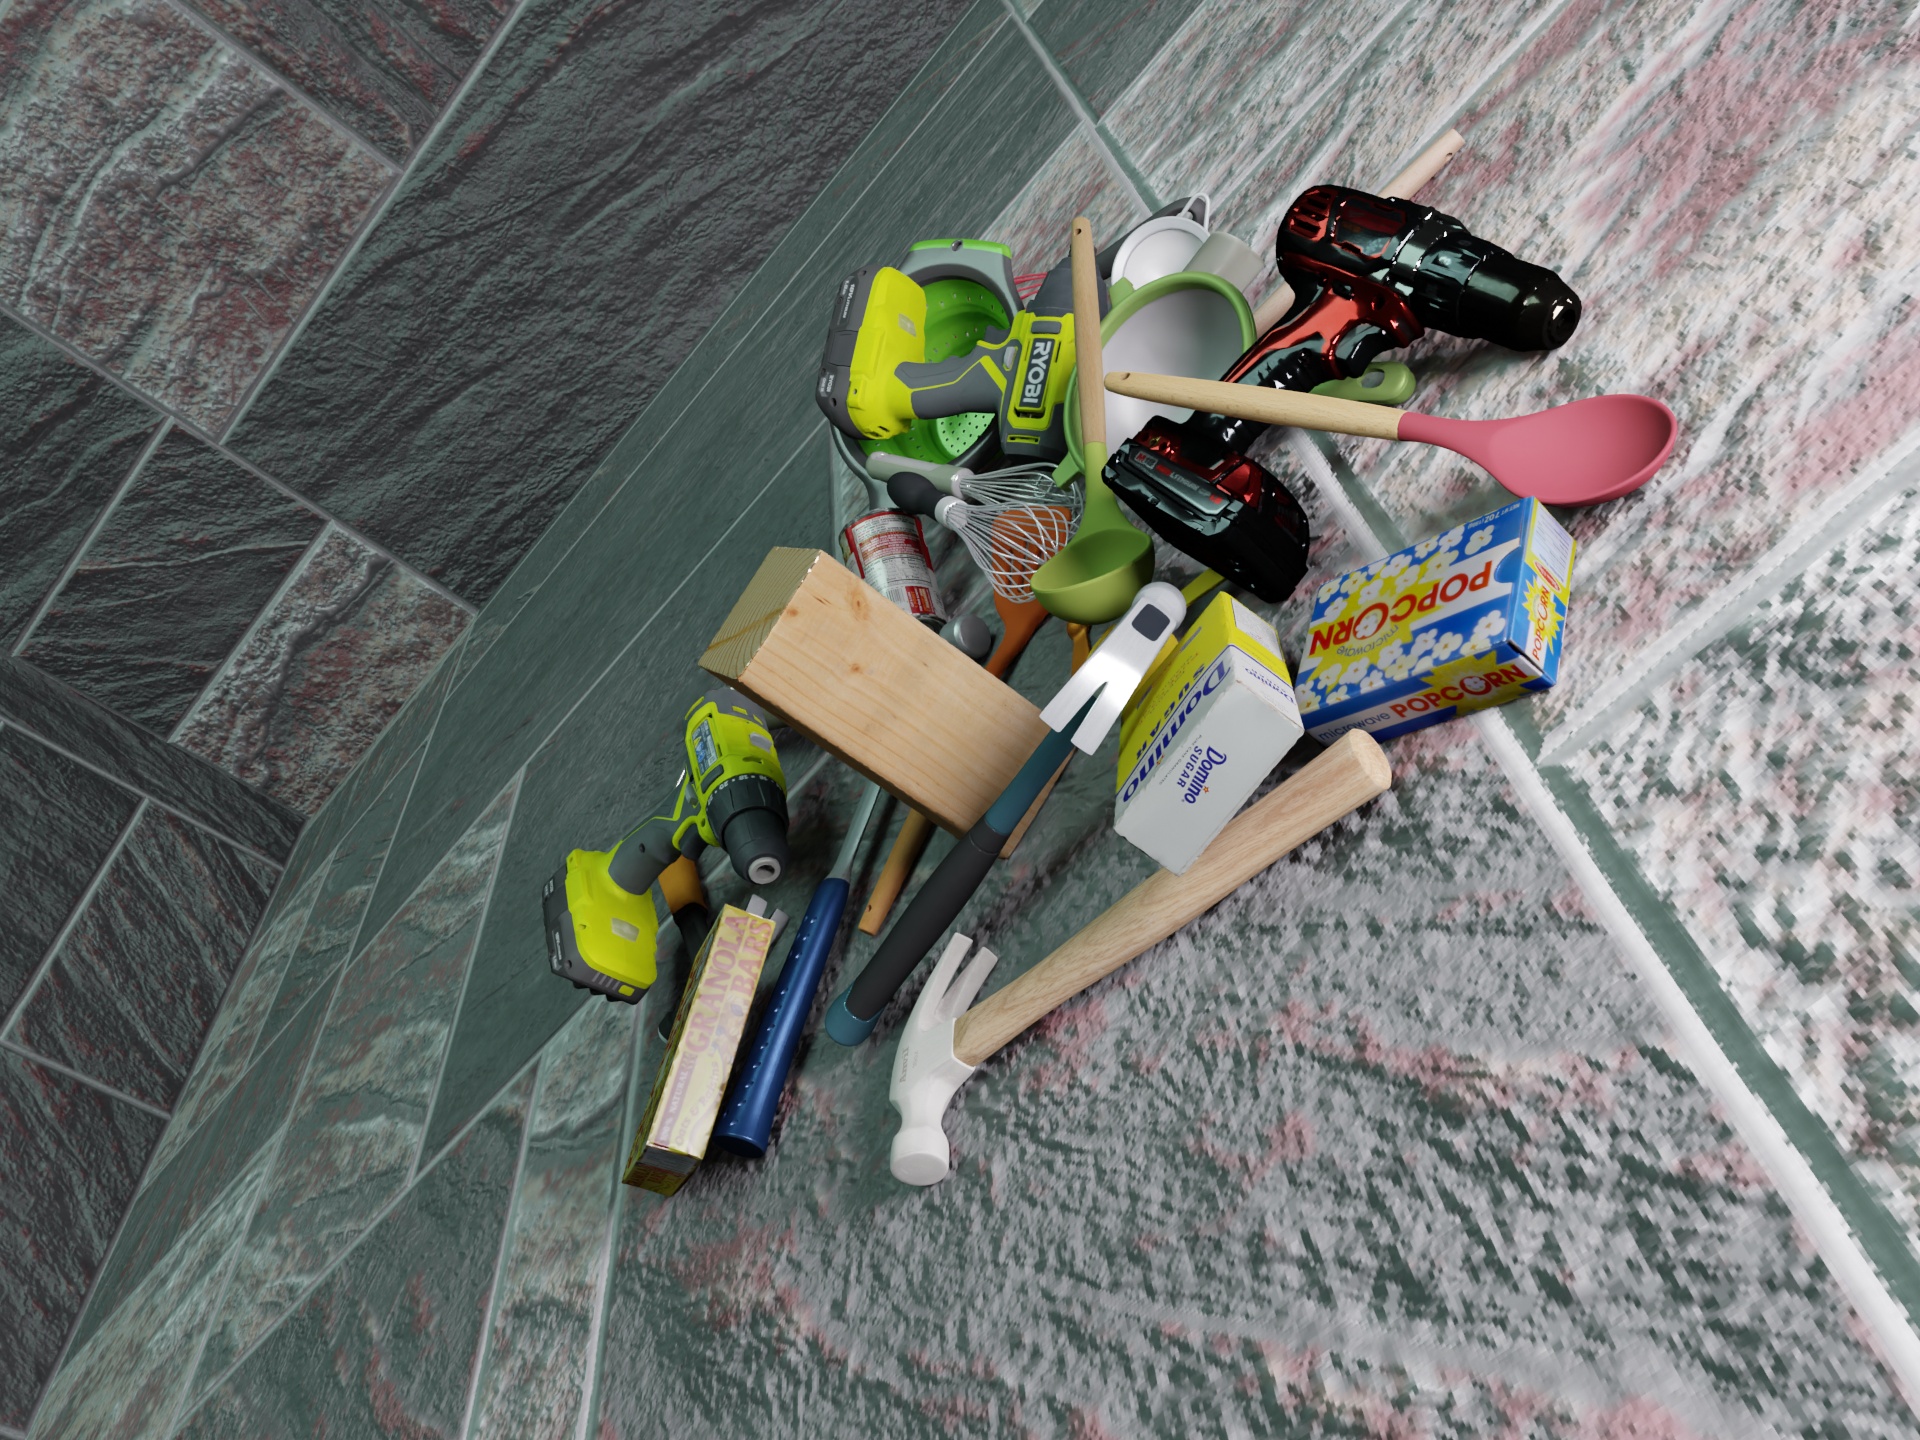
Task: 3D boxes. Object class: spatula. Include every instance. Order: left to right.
[{"bbox_3d":[-0.002,-0.003,1.090,0.081,0.041,0.323,3,62,49],"label":"spatula"}]

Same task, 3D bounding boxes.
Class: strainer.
[{"bbox_3d":[0.125,-0.283,1.225,0.087,0.050,0.258,32,93,23],"label":"strainer"},{"bbox_3d":[0.181,-0.203,1.003,0.256,0.069,0.151,12,83,45],"label":"strainer"}]

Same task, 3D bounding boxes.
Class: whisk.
[{"bbox_3d":[0.008,-0.181,1.218,0.058,0.059,0.246,-22,29,-36],"label":"whisk"},{"bbox_3d":[0.009,-0.140,1.123,0.070,0.070,0.285,-54,31,1],"label":"whisk"},{"bbox_3d":[0.098,-0.380,1.383,0.296,0.073,0.073,-19,42,46],"label":"whisk"}]

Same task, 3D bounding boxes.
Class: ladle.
[{"bbox_3d":[0.079,-0.202,1.013,0.078,0.062,0.320,-13,62,24],"label":"ladle"},{"bbox_3d":[0.198,-0.151,0.796,0.316,0.031,0.069,19,64,40],"label":"ladle"}]

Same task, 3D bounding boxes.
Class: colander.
[{"bbox_3d":[-0.028,-0.200,1.345,0.205,0.094,0.397,14,88,36],"label":"colander"}]

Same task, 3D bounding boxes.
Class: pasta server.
[{"bbox_3d":[0.206,-0.282,1.077,0.316,0.060,0.040,-42,63,21],"label":"pasta server"}]

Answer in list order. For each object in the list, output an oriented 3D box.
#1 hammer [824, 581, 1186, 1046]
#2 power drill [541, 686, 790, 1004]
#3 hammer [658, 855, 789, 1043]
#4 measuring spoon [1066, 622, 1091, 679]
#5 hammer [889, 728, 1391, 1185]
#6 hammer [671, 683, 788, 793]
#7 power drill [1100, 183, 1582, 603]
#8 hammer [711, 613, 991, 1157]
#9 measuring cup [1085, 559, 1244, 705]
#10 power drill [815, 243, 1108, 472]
[{"bbox_3d":[0.016,0.066,0.906,0.331,0.033,0.128,-55,-3,26],"label":"hammer"},{"bbox_3d":[-0.215,0.107,1.204,0.228,0.080,0.191,-46,37,17],"label":"power drill"},{"bbox_3d":[-0.222,0.145,1.309,0.127,0.034,0.337,-54,24,3],"label":"hammer"},{"bbox_3d":[0.075,-0.032,1.021,0.021,0.011,0.117,-40,28,31],"label":"measuring spoon"},{"bbox_3d":[0.079,0.108,0.807,0.331,0.031,0.130,-41,28,28],"label":"hammer"},{"bbox_3d":[-0.148,-0.002,1.300,0.410,0.038,0.146,-15,50,64],"label":"hammer"},{"bbox_3d":[0.205,-0.179,0.870,0.226,0.080,0.188,-53,46,3],"label":"power drill"},{"bbox_3d":[-0.085,0.106,1.107,0.144,0.035,0.406,-24,38,48],"label":"hammer"},{"bbox_3d":[0.142,-0.065,0.938,0.156,0.029,0.062,-38,27,7],"label":"measuring cup"},{"bbox_3d":[0.007,-0.288,1.238,0.223,0.080,0.171,11,87,32],"label":"power drill"}]
